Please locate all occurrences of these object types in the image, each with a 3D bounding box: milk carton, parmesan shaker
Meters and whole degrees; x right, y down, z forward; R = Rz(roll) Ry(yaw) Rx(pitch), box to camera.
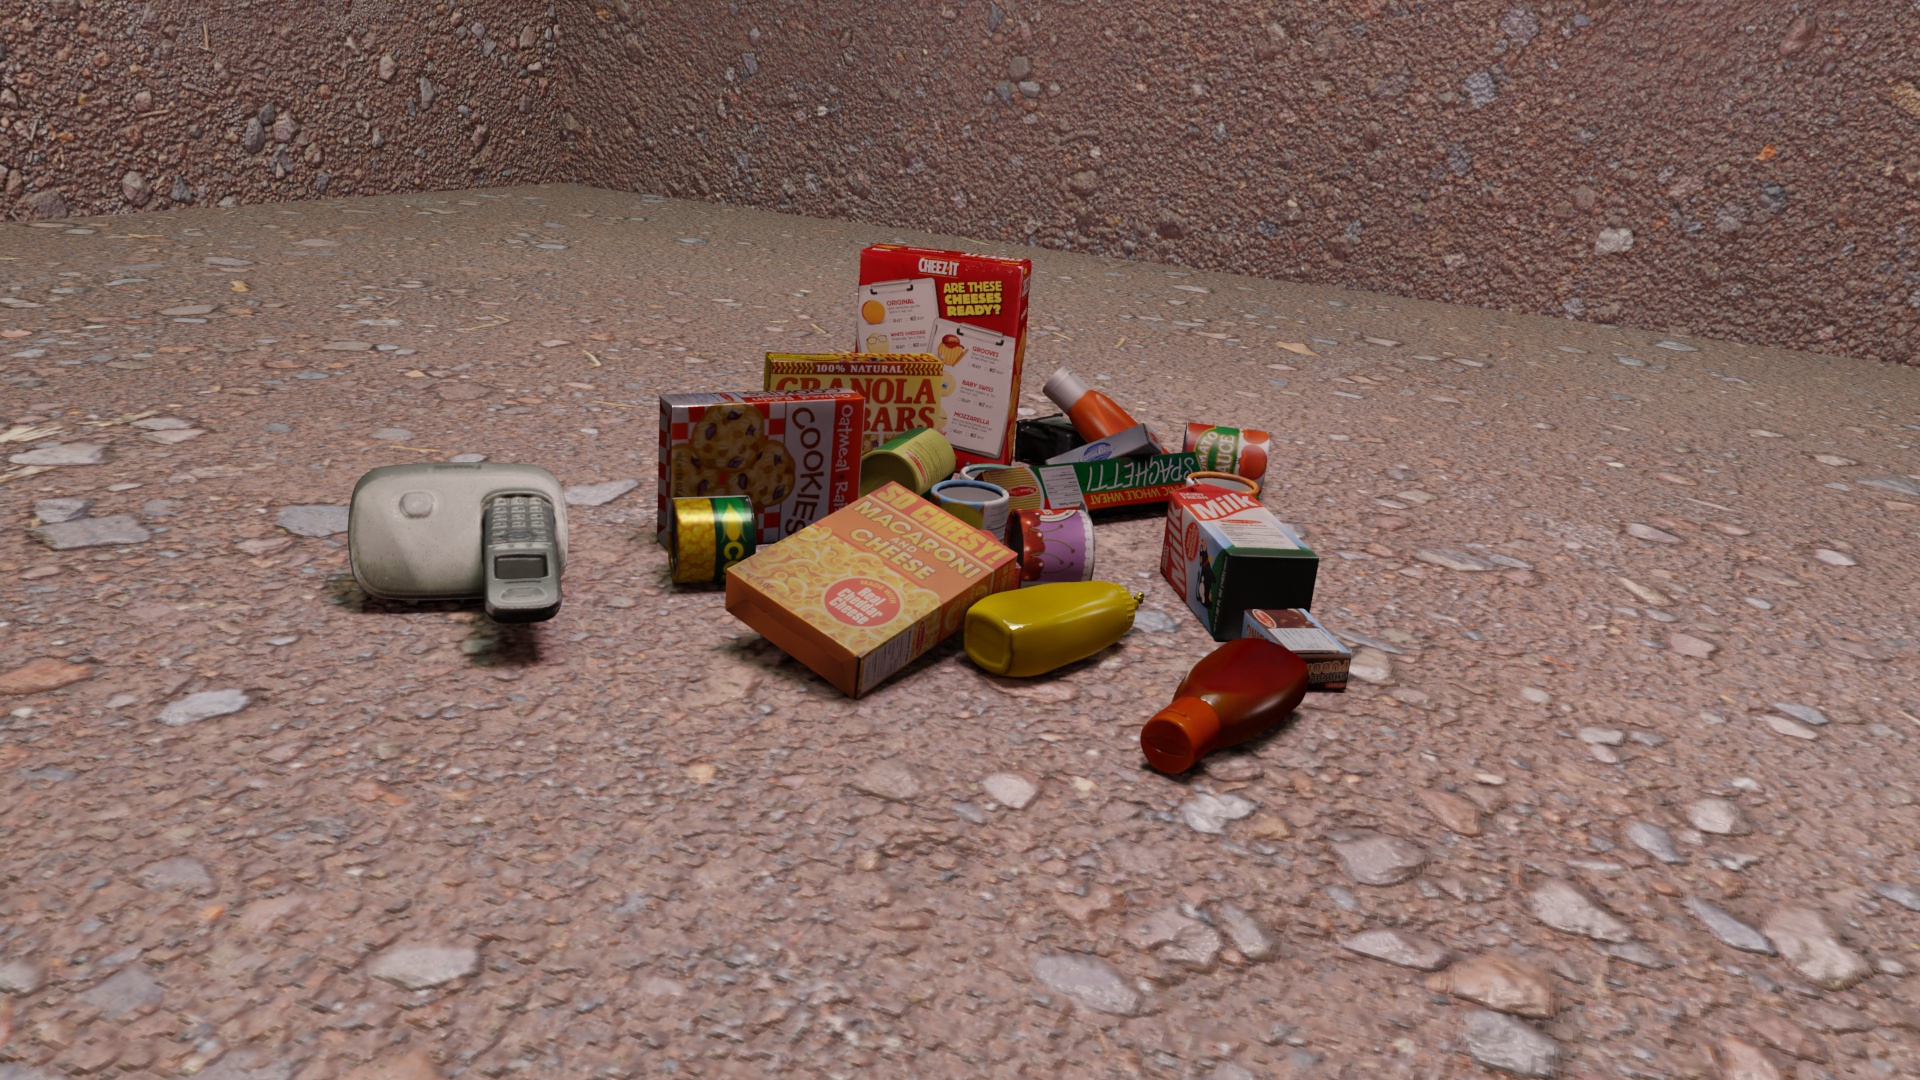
[{"bbox_3d":[0.213,0.011,1.117,0.073,0.072,0.191,2,20,-10],"label":"milk carton"},{"bbox_3d":[-0.050,-0.059,1.266,0.071,0.071,0.103,11,19,16],"label":"parmesan shaker"}]

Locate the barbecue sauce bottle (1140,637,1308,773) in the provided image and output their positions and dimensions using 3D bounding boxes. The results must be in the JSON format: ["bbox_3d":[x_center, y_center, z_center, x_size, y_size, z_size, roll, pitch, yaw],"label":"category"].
[{"bbox_3d":[0.164,0.104,0.880,0.065,0.043,0.149,17,23,32],"label":"barbecue sauce bottle"}]

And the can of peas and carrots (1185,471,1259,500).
[{"bbox_3d":[0.233,-0.026,1.248,0.071,0.058,0.071,5,19,-2],"label":"can of peas and carrots"}]

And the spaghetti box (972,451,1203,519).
[{"bbox_3d":[0.126,-0.047,1.288,0.251,0.050,0.028,-7,-17,-31],"label":"spaghetti box"}]

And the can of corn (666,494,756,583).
[{"bbox_3d":[-0.189,0.001,1.054,0.058,0.071,0.071,-2,20,-19],"label":"can of corn"}]

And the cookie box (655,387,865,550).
[{"bbox_3d":[-0.164,-0.061,1.148,0.168,0.122,0.040,-6,22,-29],"label":"cookie box"}]

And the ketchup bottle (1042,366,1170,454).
[{"bbox_3d":[0.147,-0.114,1.396,0.149,0.043,0.065,45,36,12],"label":"ketchup bottle"}]

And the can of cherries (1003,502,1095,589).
[{"bbox_3d":[0.069,0.005,1.097,0.058,0.071,0.072,0,19,-12],"label":"can of cherries"}]

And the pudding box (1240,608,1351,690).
[{"bbox_3d":[0.240,0.077,0.996,0.050,0.030,0.084,0,19,-11],"label":"pudding box"}]

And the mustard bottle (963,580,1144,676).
[{"bbox_3d":[0.077,0.057,0.983,0.161,0.048,0.065,-10,24,-39],"label":"mustard bottle"}]

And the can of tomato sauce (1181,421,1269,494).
[{"bbox_3d":[0.267,-0.083,1.409,0.083,0.071,0.071,8,19,6],"label":"can of tomato sauce"}]

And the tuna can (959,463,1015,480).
[{"bbox_3d":[0.033,-0.047,1.298,0.071,0.032,0.071,4,19,-1],"label":"tuna can"}]

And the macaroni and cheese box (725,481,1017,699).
[{"bbox_3d":[-0.060,0.029,0.963,0.124,0.040,0.167,31,40,27],"label":"macaroni and cheese box"}]

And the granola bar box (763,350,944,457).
[{"bbox_3d":[-0.104,-0.115,1.318,0.166,0.123,0.039,-2,21,-20],"label":"granola bar box"}]

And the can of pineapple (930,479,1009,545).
[{"bbox_3d":[0.004,-0.015,1.157,0.071,0.057,0.071,4,19,-1],"label":"can of pineapple"}]

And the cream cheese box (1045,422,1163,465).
[{"bbox_3d":[0.139,-0.079,1.336,0.103,0.024,0.053,-21,-17,19],"label":"cream cheese box"}]

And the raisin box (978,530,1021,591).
[{"bbox_3d":[-0.024,0.025,1.066,0.123,0.040,0.086,-2,20,-17],"label":"raisin box"}]
